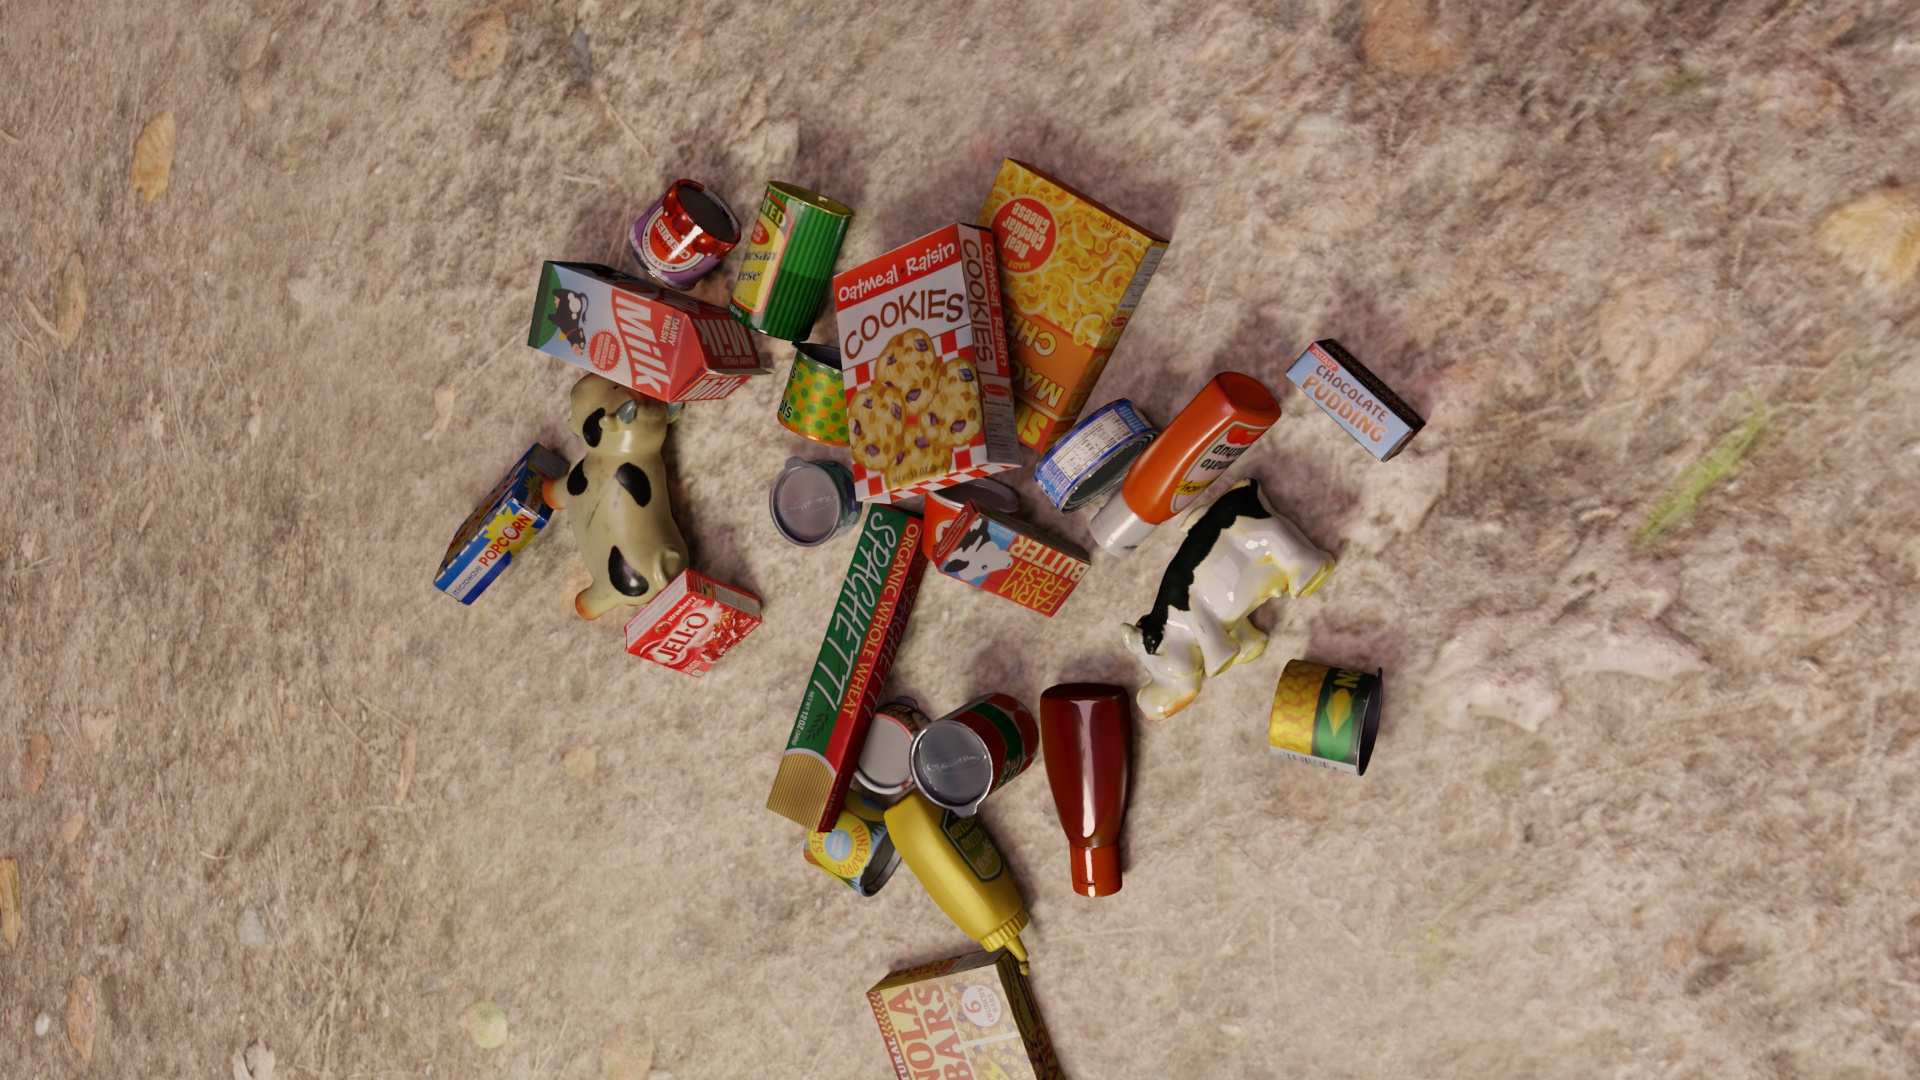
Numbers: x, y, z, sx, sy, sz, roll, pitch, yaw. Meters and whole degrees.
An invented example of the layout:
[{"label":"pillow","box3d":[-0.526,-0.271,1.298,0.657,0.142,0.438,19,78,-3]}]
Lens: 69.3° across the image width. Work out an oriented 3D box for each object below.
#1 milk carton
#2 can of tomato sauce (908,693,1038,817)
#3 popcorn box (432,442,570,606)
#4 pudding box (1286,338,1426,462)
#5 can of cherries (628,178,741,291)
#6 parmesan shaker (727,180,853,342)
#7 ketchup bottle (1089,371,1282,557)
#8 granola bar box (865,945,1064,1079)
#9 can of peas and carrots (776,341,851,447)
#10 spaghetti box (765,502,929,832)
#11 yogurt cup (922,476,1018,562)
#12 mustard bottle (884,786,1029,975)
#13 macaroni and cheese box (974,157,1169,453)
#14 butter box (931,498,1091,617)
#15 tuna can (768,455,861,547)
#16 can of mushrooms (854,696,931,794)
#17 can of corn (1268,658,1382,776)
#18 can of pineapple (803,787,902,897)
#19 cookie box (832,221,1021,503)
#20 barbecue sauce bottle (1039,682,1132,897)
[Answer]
[{"label":"milk carton","box3d":[-0.243,-0.160,1.098,0.191,0.072,0.073,22,107,22]},{"label":"can of tomato sauce","box3d":[0.012,0.154,1.008,0.071,0.083,0.071,4,100,26]},{"label":"popcorn box","box3d":[-0.391,-0.013,1.185,0.038,0.085,0.126,37,118,-24]},{"label":"pudding box","box3d":[0.249,-0.089,0.874,0.084,0.050,0.030,46,116,14]},{"label":"can of cherries","box3d":[-0.213,-0.236,1.073,0.058,0.072,0.071,-37,81,26]},{"label":"parmesan shaker","box3d":[-0.127,-0.206,1.034,0.071,0.071,0.102,29,109,20]},{"label":"ketchup bottle","box3d":[0.145,-0.048,0.928,0.148,0.065,0.043,-48,62,33]},{"label":"granola bar box","box3d":[0.012,0.408,1.070,0.124,0.039,0.165,-22,87,28]},{"label":"can of peas and carrots","box3d":[-0.100,-0.109,1.036,0.071,0.071,0.058,27,109,21]},{"label":"spaghetti box","box3d":[-0.081,0.094,1.044,0.050,0.028,0.250,20,91,24]},{"label":"yogurt cup","box3d":[0.004,-0.013,1.001,0.072,0.073,0.053,22,115,22]},{"label":"mustard bottle","box3d":[0.008,0.254,1.039,0.048,0.065,0.160,-38,86,29]},{"label":"macaroni and cheese box","box3d":[0.050,-0.162,0.968,0.124,0.040,0.165,34,111,20]},{"label":"butter box","box3d":[0.037,0.013,0.973,0.053,0.103,0.024,-55,30,21]},{"label":"tuna can","box3d":[-0.112,-0.032,1.073,0.071,0.033,0.071,4,99,26]},{"label":"can of mushrooms","box3d":[-0.053,0.158,1.070,0.071,0.033,0.071,5,100,27]},{"label":"can of corn","box3d":[0.237,0.111,0.900,0.058,0.071,0.071,10,102,25]},{"label":"can of pineapple","box3d":[-0.081,0.233,1.074,0.058,0.071,0.070,25,108,22]},{"label":"cookie box","box3d":[-0.025,-0.120,0.958,0.122,0.040,0.167,-14,78,40]},{"label":"barbecue sauce bottle","box3d":[0.093,0.178,0.994,0.065,0.044,0.148,-1,97,27]}]
